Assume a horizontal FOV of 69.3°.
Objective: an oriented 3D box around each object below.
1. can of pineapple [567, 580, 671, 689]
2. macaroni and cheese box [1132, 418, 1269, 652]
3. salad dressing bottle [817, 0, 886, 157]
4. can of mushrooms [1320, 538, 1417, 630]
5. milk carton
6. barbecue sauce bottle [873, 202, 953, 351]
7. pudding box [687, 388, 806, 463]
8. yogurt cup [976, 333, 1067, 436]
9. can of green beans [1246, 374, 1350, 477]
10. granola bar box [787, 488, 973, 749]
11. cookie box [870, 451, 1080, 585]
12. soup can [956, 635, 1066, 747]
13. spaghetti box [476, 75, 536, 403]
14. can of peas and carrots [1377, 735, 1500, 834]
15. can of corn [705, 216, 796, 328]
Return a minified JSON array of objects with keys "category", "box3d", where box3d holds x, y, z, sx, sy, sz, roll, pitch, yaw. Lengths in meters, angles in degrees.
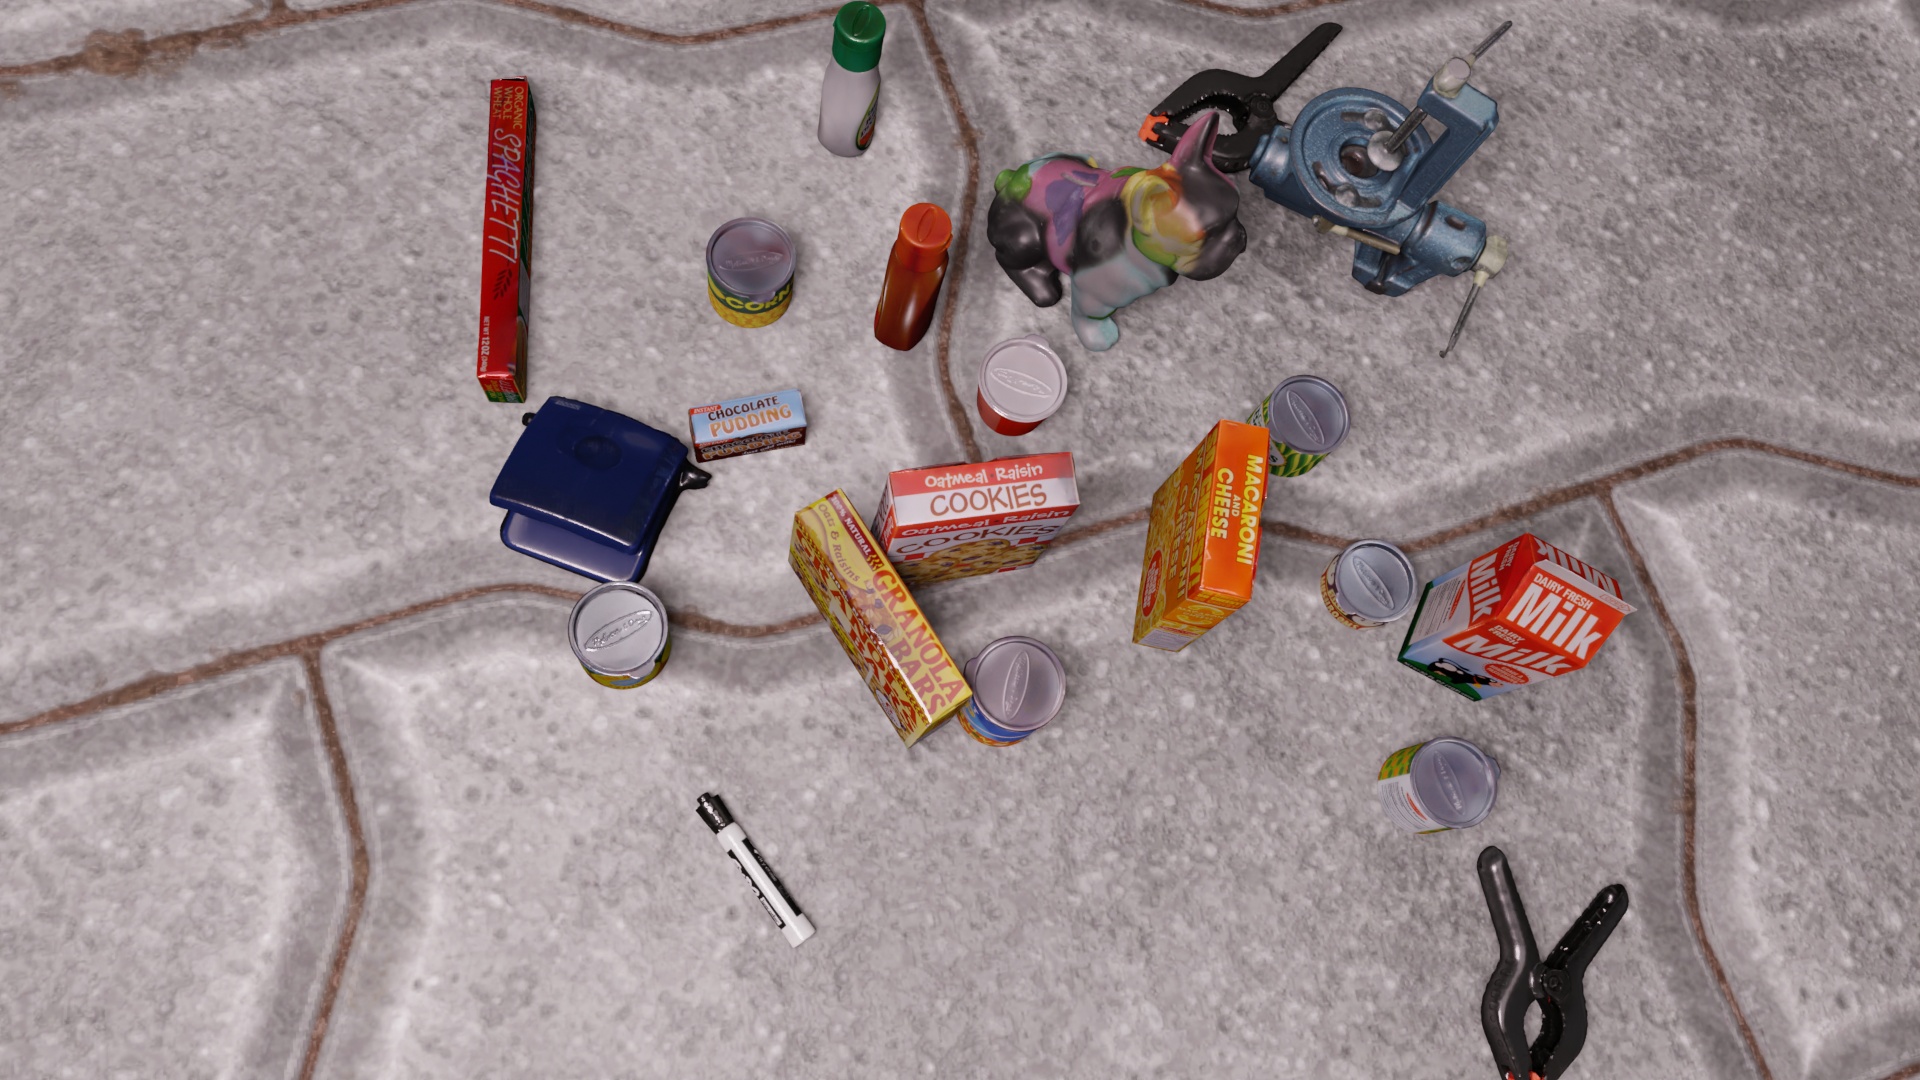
[{"category":"can of pineapple","box3d":[-0.234,0.068,0.960,0.071,0.057,0.071,3,73,-8]},{"category":"macaroni and cheese box","box3d":[0.170,0.001,0.988,0.040,0.166,0.124,12,72,-5]},{"category":"salad dressing bottle","box3d":[-0.083,-0.352,1.065,0.044,0.147,0.064,20,72,-3]},{"category":"can of mushrooms","box3d":[0.312,0.036,1.070,0.071,0.033,0.071,3,73,-8]},{"category":"milk carton","box3d":[0.397,0.054,0.996,0.072,0.190,0.074,28,72,0]},{"category":"barbecue sauce bottle","box3d":[-0.034,-0.197,1.025,0.044,0.148,0.065,22,72,-2]},{"category":"pudding box","box3d":[-0.156,-0.084,1.023,0.084,0.049,0.030,-11,76,-12]},{"category":"yogurt cup","box3d":[0.043,-0.114,1.062,0.072,0.053,0.072,3,73,-8]},{"category":"can of green beans","box3d":[0.263,-0.089,1.087,0.071,0.057,0.071,3,73,-8]},{"category":"granola bar box","box3d":[-0.058,0.057,0.957,0.039,0.124,0.165,-31,80,-16]},{"category":"cookie box","box3d":[0.003,-0.012,0.965,0.123,0.167,0.040,-8,75,-11]},{"category":"soup can","box3d":[0.031,0.107,0.977,0.071,0.083,0.071,3,73,-8]},{"category":"spaghetti box","box3d":[-0.338,-0.226,1.037,0.029,0.050,0.250,-1,73,-9]},{"category":"can of peas and carrots","box3d":[0.351,0.179,1.020,0.071,0.058,0.071,3,73,-8]},{"category":"can of corn","box3d":[-0.158,-0.200,1.053,0.071,0.058,0.071,3,73,-8]}]
